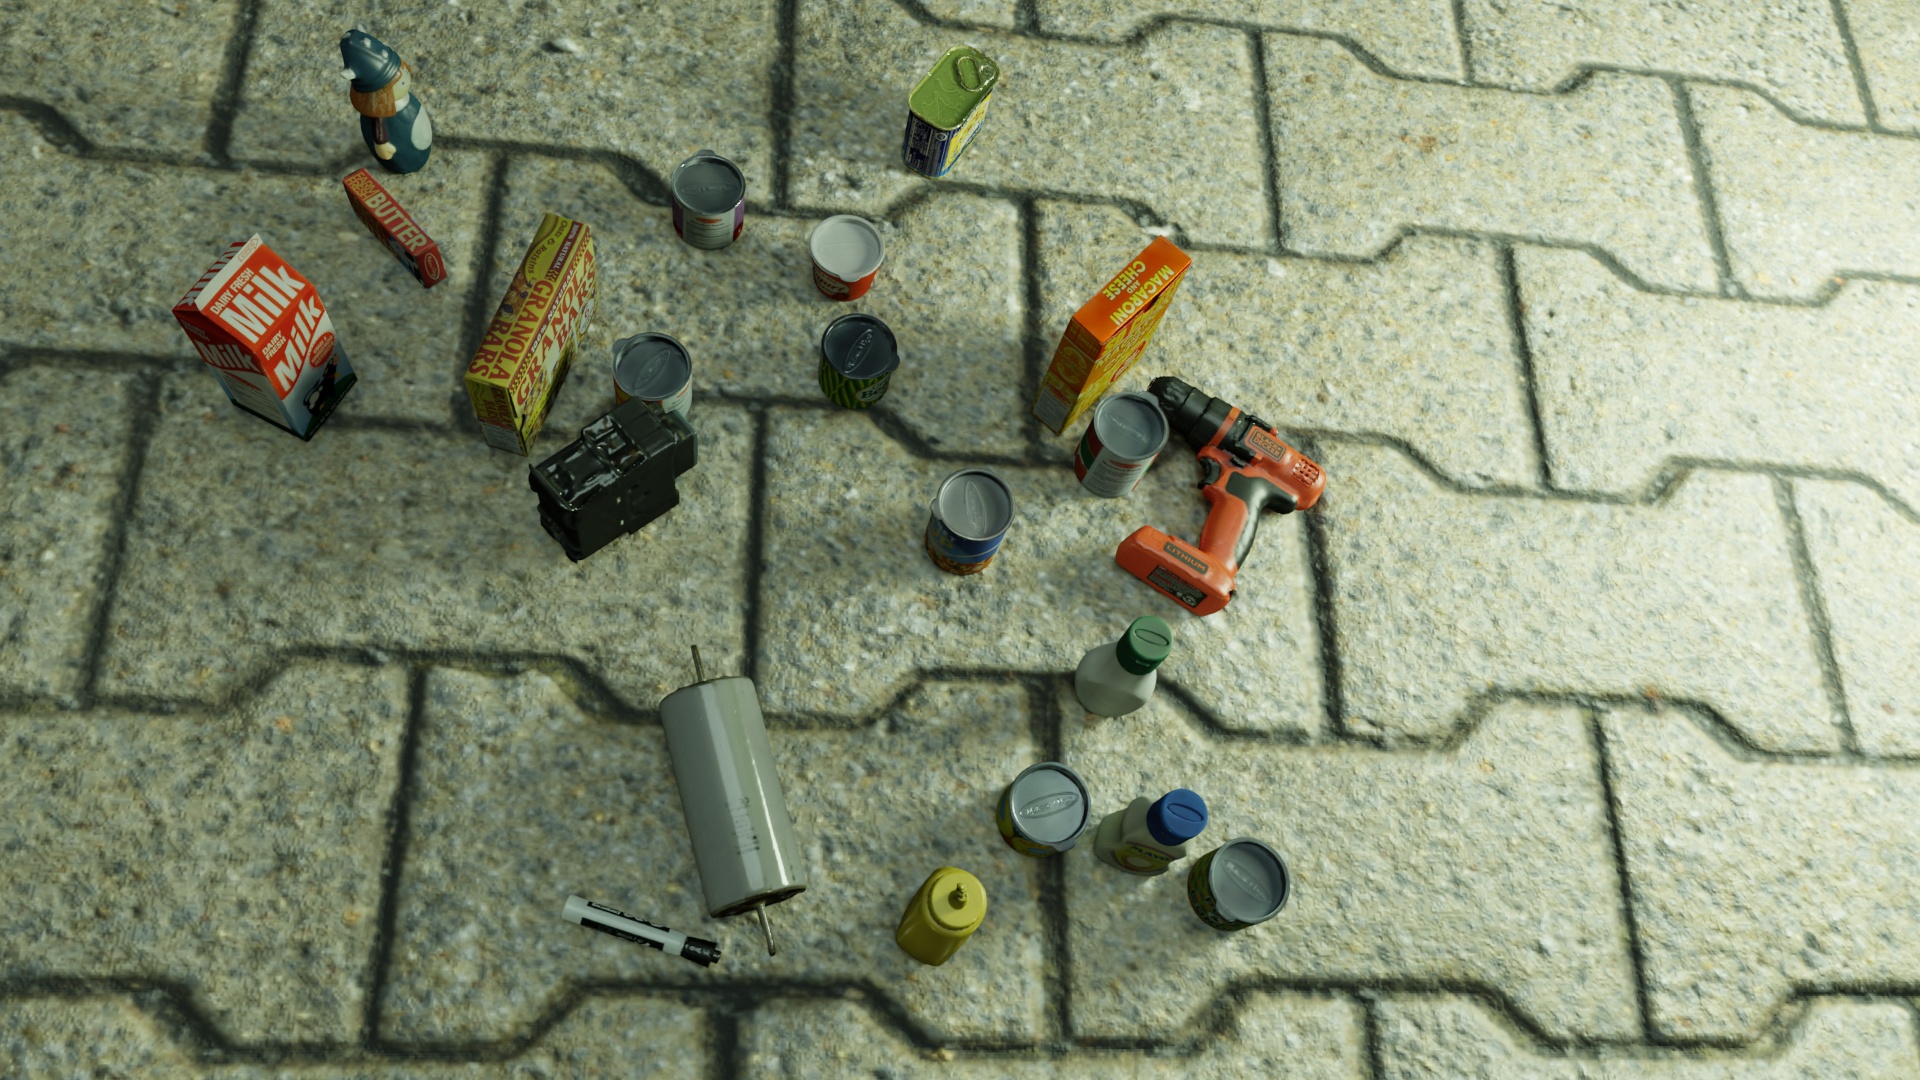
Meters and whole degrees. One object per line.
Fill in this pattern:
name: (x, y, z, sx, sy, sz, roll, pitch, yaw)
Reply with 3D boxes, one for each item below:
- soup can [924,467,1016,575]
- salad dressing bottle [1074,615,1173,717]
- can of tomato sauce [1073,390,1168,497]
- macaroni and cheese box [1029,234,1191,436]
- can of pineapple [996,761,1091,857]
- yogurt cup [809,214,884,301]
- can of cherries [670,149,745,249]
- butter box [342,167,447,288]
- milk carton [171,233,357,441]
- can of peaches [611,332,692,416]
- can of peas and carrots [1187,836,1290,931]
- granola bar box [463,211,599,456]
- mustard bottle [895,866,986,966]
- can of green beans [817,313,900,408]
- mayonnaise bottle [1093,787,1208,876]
soup can: (0.004, -0.015, 1.173, 0.071, 0.083, 0.071, 4, 67, -8)
salad dressing bottle: (0.133, 0.101, 1.111, 0.064, 0.147, 0.044, 20, 66, -1)
can of tomato sauce: (0.141, -0.085, 1.227, 0.071, 0.082, 0.071, 4, 67, -8)
macaroni and cheese box: (0.130, -0.176, 1.218, 0.040, 0.165, 0.124, 42, 67, 8)
can of pineapple: (0.065, 0.216, 1.100, 0.071, 0.057, 0.071, 4, 67, -8)
yogurt cup: (-0.106, -0.256, 1.271, 0.072, 0.053, 0.072, 4, 67, -8)
can of cherries: (-0.230, -0.311, 1.271, 0.071, 0.058, 0.072, 4, 67, -8)
butter box: (-0.493, -0.272, 1.211, 0.024, 0.053, 0.103, -41, 79, -22)
milk carton: (-0.542, -0.160, 1.080, 0.073, 0.189, 0.072, 27, 66, 2)
can of peaches: (-0.265, -0.137, 1.191, 0.071, 0.057, 0.071, 4, 67, -8)
can of peas and carrots: (0.218, 0.275, 1.101, 0.071, 0.058, 0.071, 4, 67, -8)
granola bar box: (-0.351, -0.169, 1.153, 0.039, 0.123, 0.166, 18, 66, -2)
mustard bottle: (-0.010, 0.269, 1.008, 0.049, 0.159, 0.065, 30, 66, 3)
can of green beans: (-0.092, -0.158, 1.230, 0.071, 0.057, 0.071, 4, 67, -8)
mayonnaise bottle: (0.149, 0.223, 1.062, 0.065, 0.147, 0.041, 20, 66, -1)
